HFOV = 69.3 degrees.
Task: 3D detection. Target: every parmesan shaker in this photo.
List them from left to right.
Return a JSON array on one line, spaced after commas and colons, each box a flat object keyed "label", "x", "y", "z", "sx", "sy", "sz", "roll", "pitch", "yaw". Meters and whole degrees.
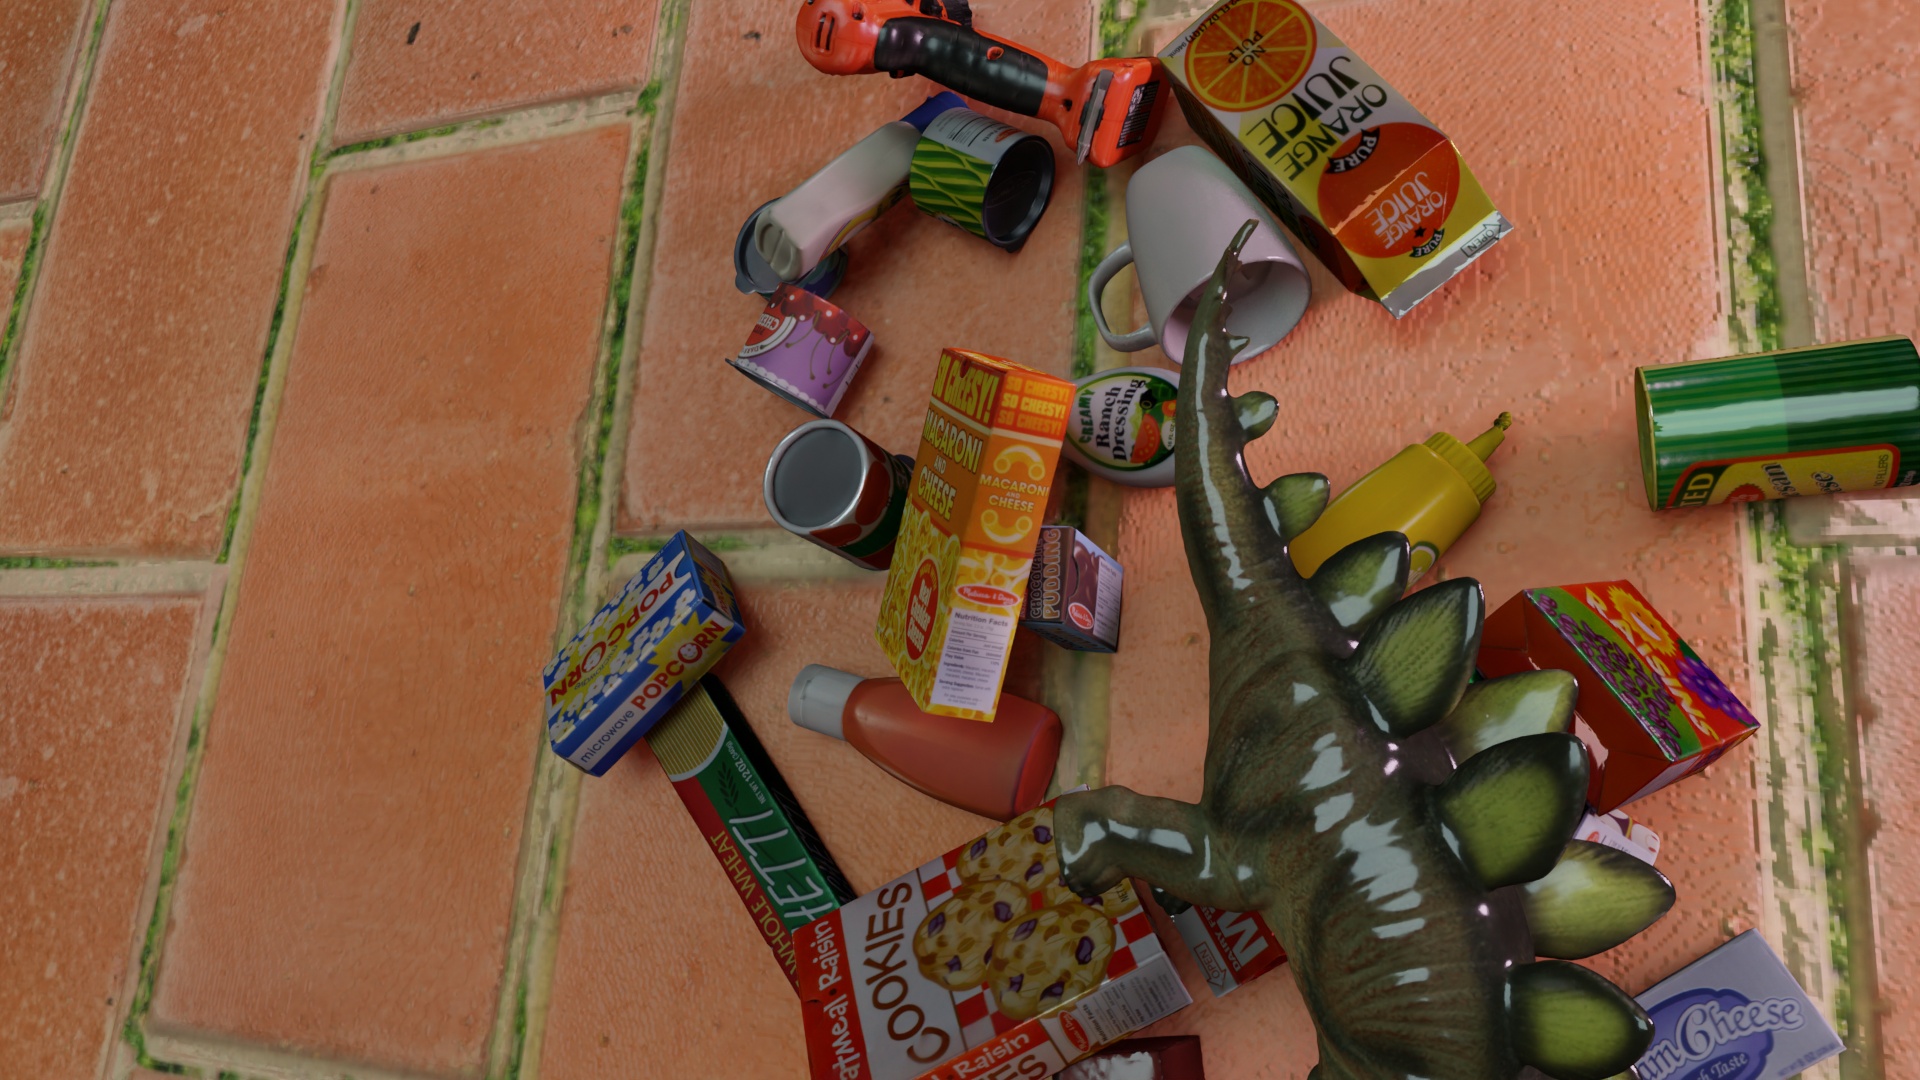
[{"label": "parmesan shaker", "x": 0.354, "y": -0.051, "z": 0.604, "sx": 0.103, "sy": 0.071, "sz": 0.071, "roll": -6, "pitch": 73, "yaw": 23}]

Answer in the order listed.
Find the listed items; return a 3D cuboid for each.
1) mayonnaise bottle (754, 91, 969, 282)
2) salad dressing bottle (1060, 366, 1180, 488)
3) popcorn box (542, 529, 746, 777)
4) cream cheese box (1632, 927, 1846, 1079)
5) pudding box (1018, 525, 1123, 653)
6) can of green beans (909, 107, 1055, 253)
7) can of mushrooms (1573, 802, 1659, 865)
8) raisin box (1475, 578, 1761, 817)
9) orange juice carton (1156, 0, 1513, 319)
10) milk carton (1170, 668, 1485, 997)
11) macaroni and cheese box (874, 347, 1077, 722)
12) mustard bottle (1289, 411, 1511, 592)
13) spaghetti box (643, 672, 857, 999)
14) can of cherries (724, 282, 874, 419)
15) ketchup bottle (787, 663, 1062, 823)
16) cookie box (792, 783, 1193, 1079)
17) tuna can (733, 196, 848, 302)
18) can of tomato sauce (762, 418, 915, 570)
[{"label": "mayonnaise bottle", "x": -0.054, "y": -0.213, "z": 0.822, "sx": 0.148, "sy": 0.064, "sz": 0.041, "roll": -41, "pitch": 92, "yaw": -19}, {"label": "salad dressing bottle", "x": 0.066, "y": -0.065, "z": 0.753, "sx": 0.147, "sy": 0.044, "sz": 0.064, "roll": 10, "pitch": 87, "yaw": 28}, {"label": "popcorn box", "x": -0.187, "y": 0.065, "z": 0.811, "sx": 0.126, "sy": 0.038, "sz": 0.085, "roll": -45, "pitch": 32, "yaw": 7}, {"label": "cream cheese box", "x": 0.301, "y": 0.211, "z": 0.577, "sx": 0.103, "sy": 0.024, "sz": 0.053, "roll": -36, "pitch": 63, "yaw": 11}, {"label": "pudding box", "x": 0.056, "y": 0.026, "z": 0.708, "sx": 0.030, "sy": 0.083, "sz": 0.050, "roll": 1, "pitch": 76, "yaw": 25}, {"label": "can of green beans", "x": 0.012, "y": -0.211, "z": 0.808, "sx": 0.058, "sy": 0.071, "sz": 0.071, "roll": 30, "pitch": 89, "yaw": 29}, {"label": "can of mushrooms", "x": 0.263, "y": 0.142, "z": 0.591, "sx": 0.033, "sy": 0.071, "sz": 0.071, "roll": 34, "pitch": 91, "yaw": 18}, {"label": "raisin box", "x": 0.272, "y": 0.061, "z": 0.577, "sx": 0.040, "sy": 0.123, "sz": 0.086, "roll": -52, "pitch": 58, "yaw": 31}, {"label": "orange juice carton", "x": 0.192, "y": -0.200, "z": 0.720, "sx": 0.071, "sy": 0.073, "sz": 0.193, "roll": -40, "pitch": 64, "yaw": 9}, {"label": "milk carton", "x": 0.177, "y": 0.128, "z": 0.629, "sx": 0.190, "sy": 0.073, "sz": 0.072, "roll": -35, "pitch": 65, "yaw": 12}, {"label": "macaroni and cheese box", "x": 0.003, "y": -0.009, "z": 0.701, "sx": 0.040, "sy": 0.124, "sz": 0.166, "roll": 11, "pitch": 100, "yaw": -17}, {"label": "mustard bottle", "x": 0.205, "y": -0.005, "z": 0.663, "sx": 0.160, "sy": 0.065, "sz": 0.049, "roll": -43, "pitch": 59, "yaw": 3}, {"label": "spaghetti box", "x": -0.100, "y": 0.178, "z": 0.764, "sx": 0.050, "sy": 0.028, "sz": 0.251, "roll": -43, "pitch": 62, "yaw": 8}, {"label": "can of cherries", "x": -0.095, "y": -0.113, "z": 0.824, "sx": 0.071, "sy": 0.071, "sz": 0.058, "roll": 28, "pitch": 88, "yaw": 28}, {"label": "ketchup bottle", "x": -0.023, "y": 0.101, "z": 0.744, "sx": 0.149, "sy": 0.043, "sz": 0.065, "roll": 14, "pitch": 74, "yaw": 27}, {"label": "cookie box", "x": 0.007, "y": 0.198, "z": 0.649, "sx": 0.167, "sy": 0.040, "sz": 0.123, "roll": -27, "pitch": 29, "yaw": 1}, {"label": "tuna can", "x": -0.107, "y": -0.177, "z": 0.869, "sx": 0.071, "sy": 0.033, "sz": 0.071, "roll": -7, "pitch": 72, "yaw": 22}, {"label": "can of tomato sauce", "x": -0.060, "y": -0.026, "z": 0.776, "sx": 0.071, "sy": 0.083, "sz": 0.071, "roll": -7, "pitch": 73, "yaw": 23}]
